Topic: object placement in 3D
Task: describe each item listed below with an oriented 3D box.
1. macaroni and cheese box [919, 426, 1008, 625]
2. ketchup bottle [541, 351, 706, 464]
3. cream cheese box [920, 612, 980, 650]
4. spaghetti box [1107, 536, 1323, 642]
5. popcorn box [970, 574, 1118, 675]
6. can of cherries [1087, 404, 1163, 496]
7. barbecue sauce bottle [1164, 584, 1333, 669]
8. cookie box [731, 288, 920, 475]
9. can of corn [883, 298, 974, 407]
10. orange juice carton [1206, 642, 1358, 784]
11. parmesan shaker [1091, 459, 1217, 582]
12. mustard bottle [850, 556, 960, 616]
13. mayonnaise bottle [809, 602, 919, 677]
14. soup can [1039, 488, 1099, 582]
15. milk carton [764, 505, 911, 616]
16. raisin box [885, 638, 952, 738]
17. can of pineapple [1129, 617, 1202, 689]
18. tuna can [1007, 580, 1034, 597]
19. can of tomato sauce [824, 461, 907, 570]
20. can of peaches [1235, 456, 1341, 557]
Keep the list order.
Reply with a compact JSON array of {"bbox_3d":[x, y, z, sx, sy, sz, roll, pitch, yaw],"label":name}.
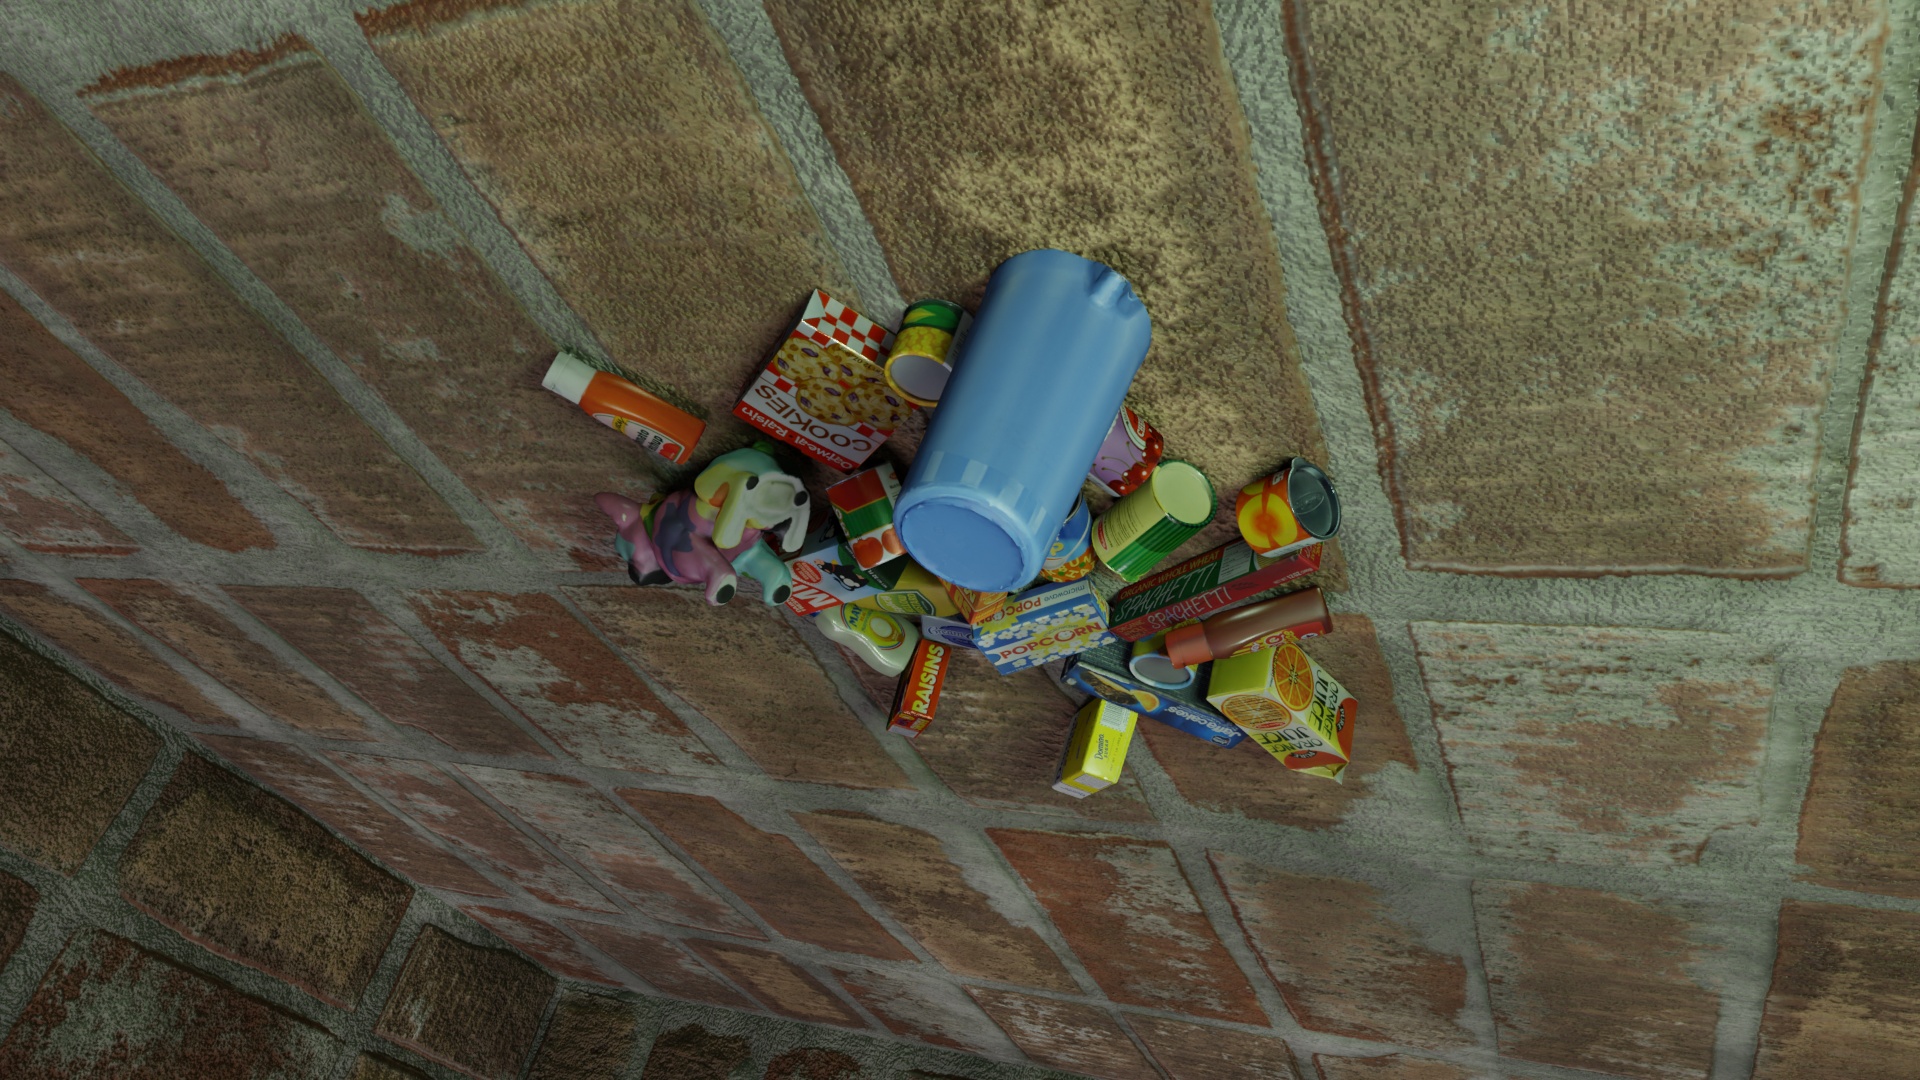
[{"bbox_3d":[0.004,-0.016,1.244,0.124,0.040,0.165,55,157,22],"label":"macaroni and cheese box"},{"bbox_3d":[-0.314,-0.125,1.296,0.149,0.044,0.064,29,157,-15],"label":"ketchup bottle"},{"bbox_3d":[0.010,0.094,1.485,0.104,0.024,0.053,12,147,9],"label":"cream cheese box"},{"bbox_3d":[0.228,0.036,1.265,0.028,0.050,0.249,34,145,-21],"label":"spaghetti box"},{"bbox_3d":[0.082,0.083,1.369,0.126,0.038,0.085,-19,145,14],"label":"popcorn box"},{"bbox_3d":[0.124,-0.079,1.128,0.058,0.072,0.071,34,144,-24],"label":"can of cherries"},{"bbox_3d":[0.263,0.082,1.275,0.148,0.044,0.064,-17,159,14],"label":"barbecue sauce bottle"},{"bbox_3d":[-0.110,-0.129,1.191,0.123,0.040,0.166,29,147,-17],"label":"cookie box"},{"bbox_3d":[-0.024,-0.148,1.103,0.071,0.058,0.070,13,147,8],"label":"can of corn"},{"bbox_3d":[0.336,0.170,1.395,0.073,0.072,0.192,-18,133,44],"label":"orange juice carton"},{"bbox_3d":[0.167,-0.016,1.196,0.071,0.071,0.102,26,147,-13],"label":"parmesan shaker"},{"bbox_3d":[-0.072,0.047,1.432,0.160,0.049,0.065,-1,142,27],"label":"mustard bottle"},{"bbox_3d":[-0.119,0.087,1.507,0.148,0.065,0.041,33,143,-15],"label":"mayonnaise bottle"},{"bbox_3d":[0.085,-0.010,1.247,0.071,0.072,0.083,3,145,23],"label":"soup can"},{"bbox_3d":[-0.138,0.019,1.393,0.190,0.074,0.072,-18,125,43],"label":"milk carton"},{"bbox_3d":[-0.047,0.166,1.545,0.040,0.086,0.123,18,160,-6],"label":"raisin box"},{"bbox_3d":[0.206,0.107,1.375,0.071,0.058,0.070,13,147,9],"label":"can of pineapple"},{"bbox_3d":[0.039,0.052,1.399,0.071,0.033,0.070,13,148,8],"label":"tuna can"},{"bbox_3d":[-0.080,-0.022,1.278,0.071,0.071,0.083,-22,93,46],"label":"can of tomato sauce"},{"bbox_3d":[0.267,-0.026,1.138,0.071,0.071,0.058,35,145,-24],"label":"can of peaches"}]
